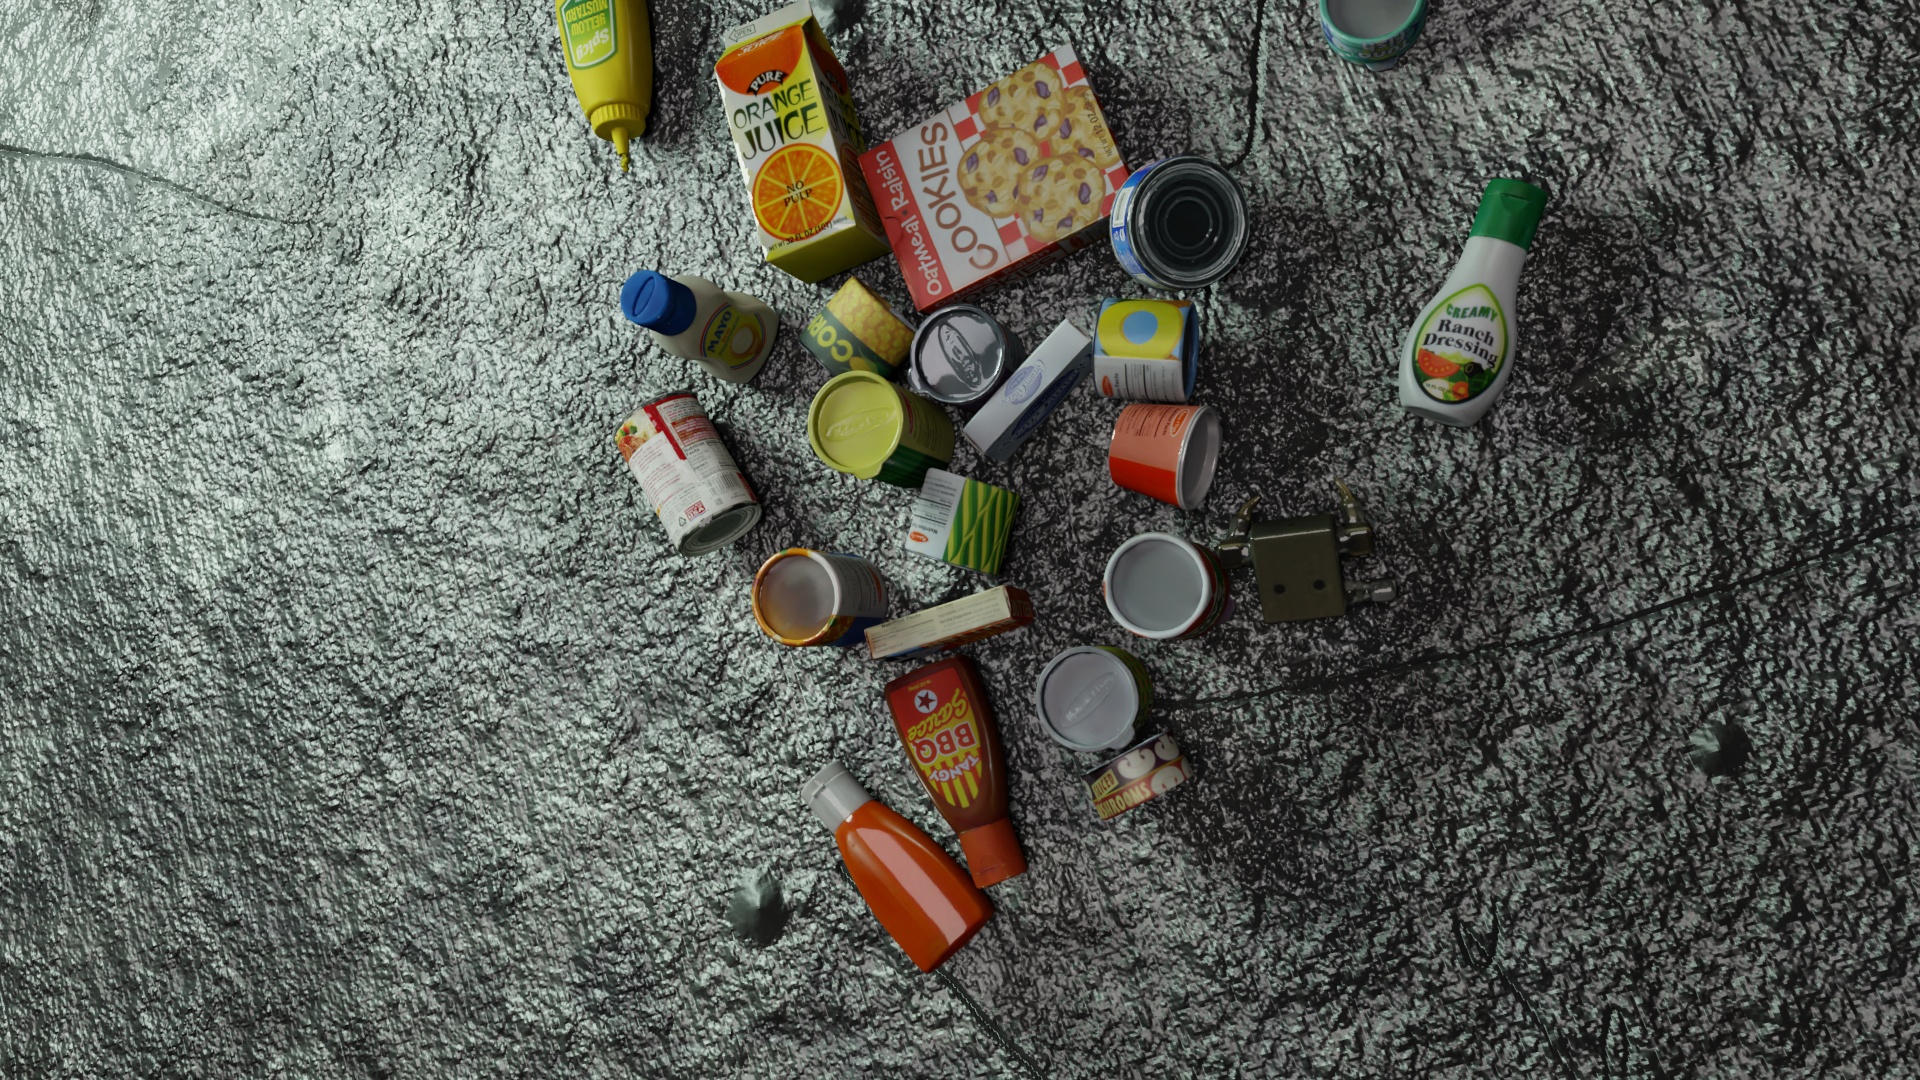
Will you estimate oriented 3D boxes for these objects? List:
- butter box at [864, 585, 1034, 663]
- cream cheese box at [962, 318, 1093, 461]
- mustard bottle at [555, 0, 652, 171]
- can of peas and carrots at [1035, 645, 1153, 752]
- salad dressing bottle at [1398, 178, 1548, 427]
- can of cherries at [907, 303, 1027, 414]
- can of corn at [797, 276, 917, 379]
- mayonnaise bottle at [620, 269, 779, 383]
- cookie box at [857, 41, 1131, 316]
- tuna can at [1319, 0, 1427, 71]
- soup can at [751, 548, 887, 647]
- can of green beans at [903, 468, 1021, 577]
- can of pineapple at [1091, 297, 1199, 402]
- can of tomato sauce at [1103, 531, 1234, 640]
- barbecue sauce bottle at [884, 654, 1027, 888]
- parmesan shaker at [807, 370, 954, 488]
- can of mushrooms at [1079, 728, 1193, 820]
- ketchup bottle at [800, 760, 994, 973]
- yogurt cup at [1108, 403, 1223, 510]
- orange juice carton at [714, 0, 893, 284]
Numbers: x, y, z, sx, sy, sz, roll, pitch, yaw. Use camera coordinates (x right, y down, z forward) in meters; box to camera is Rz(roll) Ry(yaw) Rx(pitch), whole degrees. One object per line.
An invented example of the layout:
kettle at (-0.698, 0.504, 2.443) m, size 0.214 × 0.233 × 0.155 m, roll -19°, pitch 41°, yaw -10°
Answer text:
butter box at (-0.007, 0.057, 0.931) m, size 0.103 × 0.053 × 0.024 m, roll -18°, pitch 78°, yaw 15°
cream cheese box at (0.050, -0.099, 0.925) m, size 0.103 × 0.053 × 0.024 m, roll -47°, pitch 76°, yaw 9°
mustard bottle at (-0.264, -0.357, 1.051) m, size 0.065 × 0.049 × 0.160 m, roll -14°, pitch 81°, yaw 18°
can of peas and carrots at (0.089, 0.102, 0.893) m, size 0.071 × 0.059 × 0.071 m, roll -1°, pitch 86°, yaw 18°
salad dressing bottle at (0.315, -0.145, 0.847) m, size 0.064 × 0.044 × 0.147 m, roll 20°, pitch 92°, yaw 17°
can of cherries at (0.004, -0.120, 0.939) m, size 0.071 × 0.058 × 0.071 m, roll -1°, pitch 86°, yaw 18°
can of corn at (-0.070, -0.141, 0.958) m, size 0.071 × 0.071 × 0.058 m, roll 45°, pitch 99°, yaw 16°
mayonnaise bottle at (-0.179, -0.150, 0.954) m, size 0.041 × 0.148 × 0.064 m, roll 28°, pitch 95°, yaw 18°
cookie box at (0.027, -0.243, 0.951) m, size 0.167 × 0.040 × 0.123 m, roll -24°, pitch 79°, yaw 14°
tuna can at (0.264, -0.339, 0.886) m, size 0.071 × 0.033 × 0.071 m, roll -2°, pitch 85°, yaw 18°
soup can at (-0.097, 0.041, 0.946) m, size 0.071 × 0.084 × 0.071 m, roll -1°, pitch 86°, yaw 19°
can of green beans at (0.002, -0.012, 0.927) m, size 0.071 × 0.071 × 0.058 m, roll 17°, pitch 91°, yaw 19°
can of pineapple at (0.121, -0.125, 0.898) m, size 0.058 × 0.071 × 0.071 m, roll 5°, pitch 88°, yaw 18°
can of tomato sauce at (0.132, 0.031, 0.872) m, size 0.071 × 0.083 × 0.071 m, roll -2°, pitch 85°, yaw 19°
barbecue sauce bottle at (0.002, 0.154, 0.925) m, size 0.065 × 0.043 × 0.148 m, roll -24°, pitch 79°, yaw 14°
parmesan shaker at (-0.050, -0.069, 0.929) m, size 0.071 × 0.103 × 0.071 m, roll -2°, pitch 85°, yaw 18°
can of mushrooms at (0.110, 0.148, 0.876) m, size 0.071 × 0.071 × 0.033 m, roll -29°, pitch 79°, yaw 14°
ketchup bottle at (-0.048, 0.215, 0.936) m, size 0.064 × 0.043 × 0.149 m, roll -46°, pitch 74°, yaw 9°
yogurt cup at (0.130, -0.057, 0.891) m, size 0.054 × 0.072 × 0.072 m, roll 13°, pitch 90°, yaw 27°
orange juice carton at (-0.115, -0.288, 0.984) m, size 0.072 × 0.073 × 0.193 m, roll -19°, pitch 80°, yaw 16°
